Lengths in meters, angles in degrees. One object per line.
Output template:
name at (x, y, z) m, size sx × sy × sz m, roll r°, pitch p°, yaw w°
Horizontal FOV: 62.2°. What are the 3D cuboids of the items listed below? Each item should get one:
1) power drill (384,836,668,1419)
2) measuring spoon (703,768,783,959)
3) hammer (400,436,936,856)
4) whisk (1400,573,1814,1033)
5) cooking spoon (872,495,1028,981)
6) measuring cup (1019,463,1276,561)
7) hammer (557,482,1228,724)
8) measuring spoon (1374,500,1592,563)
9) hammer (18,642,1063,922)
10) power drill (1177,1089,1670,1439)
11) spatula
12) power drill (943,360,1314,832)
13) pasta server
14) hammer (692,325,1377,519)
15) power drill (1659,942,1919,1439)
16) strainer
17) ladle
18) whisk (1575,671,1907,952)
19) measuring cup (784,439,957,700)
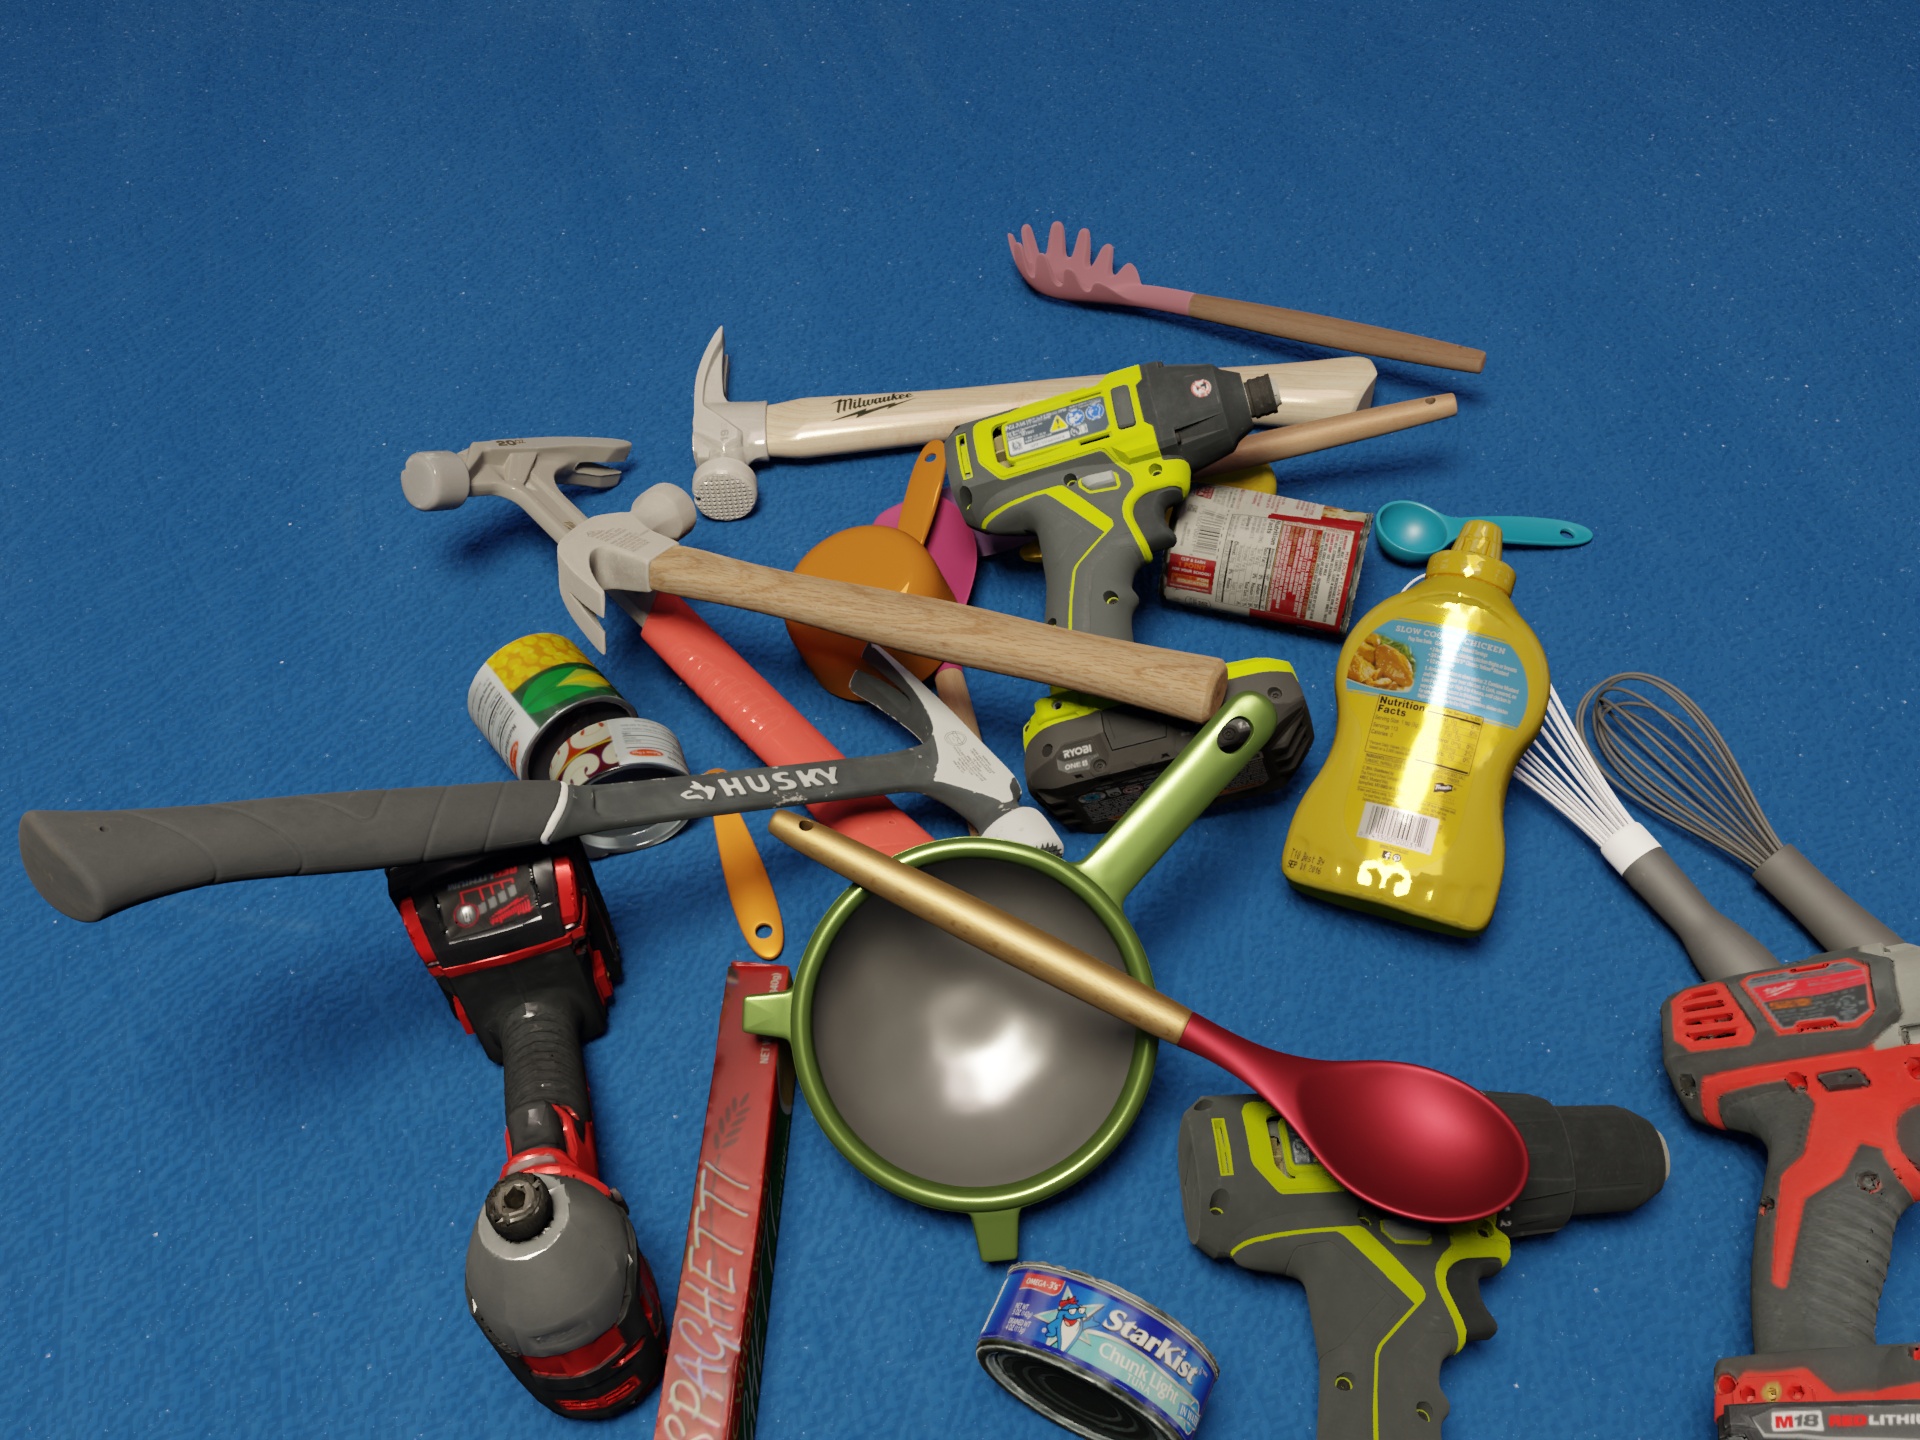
power drill at (-0.169, 0.148, 0.631) m, size 0.078 × 0.143 × 0.220 m, roll -15°, pitch 50°, yaw -9°
measuring spoon at (-0.107, 0.067, 0.776) m, size 0.021 × 0.011 × 0.117 m, roll -16°, pitch 52°, yaw -11°
hammer at (-0.130, -0.036, 0.826) m, size 0.359 × 0.036 × 0.149 m, roll 42°, pitch 31°, yaw 22°
whisk at (0.298, 0.038, 0.760) m, size 0.070 × 0.070 × 0.285 m, roll -24°, pitch 59°, yaw -16°
cooking spoon at (-0.001, -0.003, 0.822) m, size 0.069 × 0.017 × 0.319 m, roll -21°, pitch 52°, yaw 9°
measuring cup at (0.108, -0.121, 0.906) m, size 0.156 × 0.029 × 0.062 m, roll -16°, pitch 52°, yaw -12°
hammer at (-0.041, -0.048, 0.740) m, size 0.331 × 0.031 × 0.130 m, roll 14°, pitch 32°, yaw 19°
measuring spoon at (0.293, -0.101, 0.897) m, size 0.128 × 0.021 × 0.042 m, roll 1°, pitch 51°, yaw -9°
hammer at (-0.150, 0.031, 0.653) m, size 0.408 × 0.036 × 0.149 m, roll -4°, pitch 44°, yaw -37°
power drill at (0.189, 0.239, 0.585) m, size 0.190 × 0.080 × 0.229 m, roll -2°, pitch 49°, yaw -1°
spatula at (0.119, -0.140, 0.896) m, size 0.316 × 0.018 × 0.060 m, roll -12°, pitch 54°, yaw 8°
power drill at (0.092, -0.071, 0.786) m, size 0.171 × 0.080 × 0.223 m, roll -15°, pitch 65°, yaw 12°
pasta server at (0.170, -0.261, 0.991) m, size 0.316 × 0.040 × 0.060 m, roll 20°, pitch 39°, yaw 26°
hammer at (0.044, -0.197, 0.968) m, size 0.410 × 0.038 × 0.146 m, roll -5°, pitch 50°, yaw -2°
power drill at (0.358, 0.177, 0.574) m, size 0.188 × 0.080 × 0.227 m, roll -20°, pitch 37°, yaw 36°
strainer at (0.041, 0.087, 0.679) m, size 0.151 × 0.069 × 0.256 m, roll 43°, pitch 83°, yaw 4°
ladle at (0.063, 0.107, 0.615) m, size 0.315 × 0.031 × 0.069 m, roll 26°, pitch 44°, yaw 11°
whisk at (0.380, 0.065, 0.739) m, size 0.055 × 0.055 × 0.239 m, roll -27°, pitch 59°, yaw -18°
measuring cup at (-0.040, -0.096, 0.855) m, size 0.095 × 0.052 × 0.174 m, roll 2°, pitch 61°, yaw 23°
